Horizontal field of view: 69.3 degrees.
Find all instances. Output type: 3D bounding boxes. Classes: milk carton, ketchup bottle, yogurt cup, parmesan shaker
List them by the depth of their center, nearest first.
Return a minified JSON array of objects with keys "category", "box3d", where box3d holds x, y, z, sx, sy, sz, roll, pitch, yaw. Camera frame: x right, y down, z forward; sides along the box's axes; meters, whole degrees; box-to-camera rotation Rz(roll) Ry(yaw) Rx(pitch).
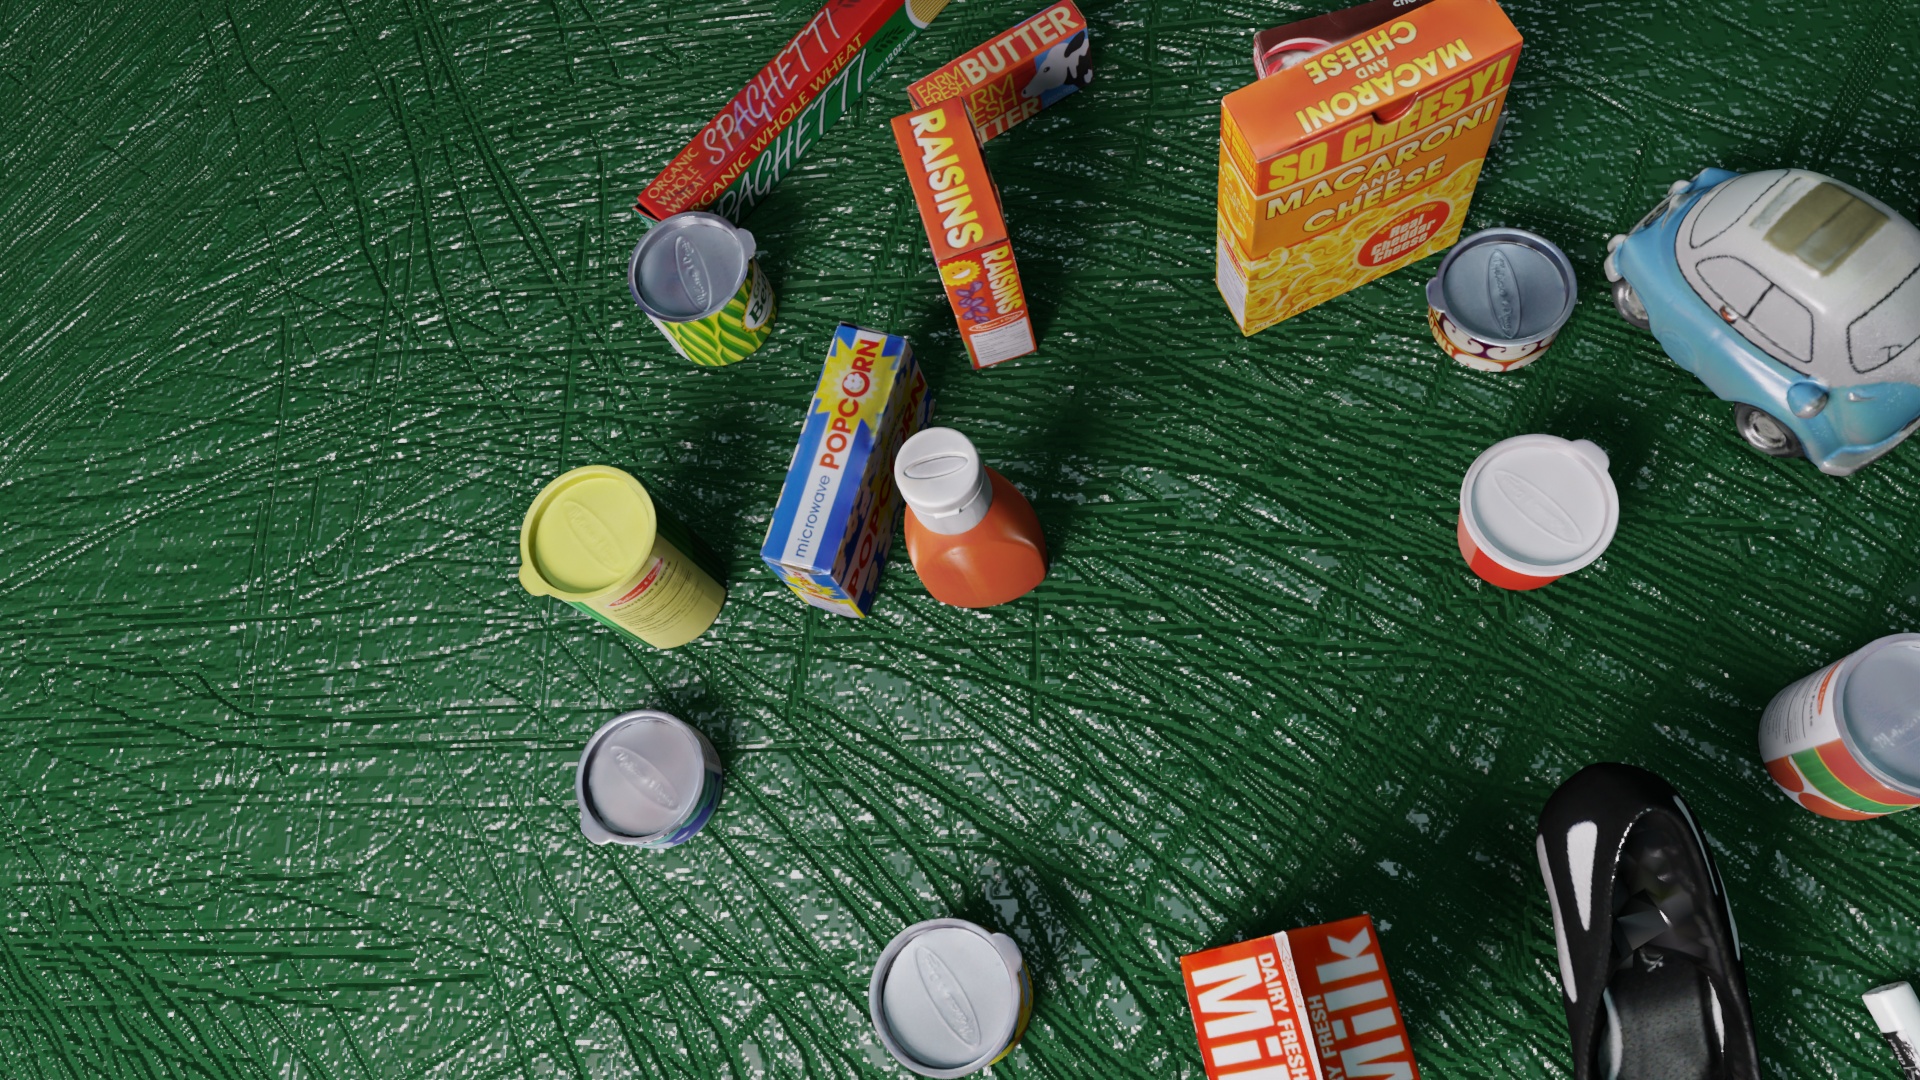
[{"category":"milk carton","box3d":[0.128,0.190,0.536,0.073,0.190,0.072,-15,71,5]},{"category":"ketchup bottle","box3d":[0.002,-0.008,0.644,0.065,0.148,0.043,-12,71,6]},{"category":"yogurt cup","box3d":[0.266,-0.009,0.651,0.072,0.054,0.072,-3,72,9]},{"category":"parmesan shaker","box3d":[-0.166,0.013,0.690,0.071,0.103,0.071,-3,72,9]}]

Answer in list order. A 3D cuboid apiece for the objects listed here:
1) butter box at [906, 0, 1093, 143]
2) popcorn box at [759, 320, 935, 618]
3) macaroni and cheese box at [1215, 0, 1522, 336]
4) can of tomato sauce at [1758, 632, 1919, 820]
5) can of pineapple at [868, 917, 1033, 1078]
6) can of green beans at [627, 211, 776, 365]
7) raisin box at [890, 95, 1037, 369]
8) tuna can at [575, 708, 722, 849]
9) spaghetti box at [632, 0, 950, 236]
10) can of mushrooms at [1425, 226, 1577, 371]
[{"category":"butter box","box3d":[0.024,-0.254,0.772,0.103,0.053,0.024,-29,70,-1]},{"category":"popcorn box","box3d":[-0.054,-0.033,0.695,0.038,0.085,0.127,13,75,13]},{"category":"macaroni and cheese box","box3d":[0.186,-0.171,0.658,0.124,0.166,0.040,-24,70,1]},{"category":"can of tomato sauce","box3d":[0.388,0.082,0.585,0.071,0.083,0.071,-3,72,9]},{"category":"can of pineapple","box3d":[-0.001,0.204,0.623,0.071,0.057,0.071,-3,72,9]},{"category":"can of green beans","box3d":[-0.139,-0.136,0.758,0.071,0.057,0.071,-3,72,9]},{"category":"raisin box","box3d":[0.004,-0.152,0.705,0.040,0.123,0.086,-18,70,4]},{"category":"tuna can","box3d":[-0.155,0.121,0.689,0.071,0.032,0.071,-3,72,9]},{"category":"spaghetti box","box3d":[-0.086,-0.261,0.794,0.029,0.050,0.250,39,82,18]},{"category":"can of mushrooms","box3d":[0.268,-0.121,0.698,0.071,0.033,0.071,-3,72,9]}]
